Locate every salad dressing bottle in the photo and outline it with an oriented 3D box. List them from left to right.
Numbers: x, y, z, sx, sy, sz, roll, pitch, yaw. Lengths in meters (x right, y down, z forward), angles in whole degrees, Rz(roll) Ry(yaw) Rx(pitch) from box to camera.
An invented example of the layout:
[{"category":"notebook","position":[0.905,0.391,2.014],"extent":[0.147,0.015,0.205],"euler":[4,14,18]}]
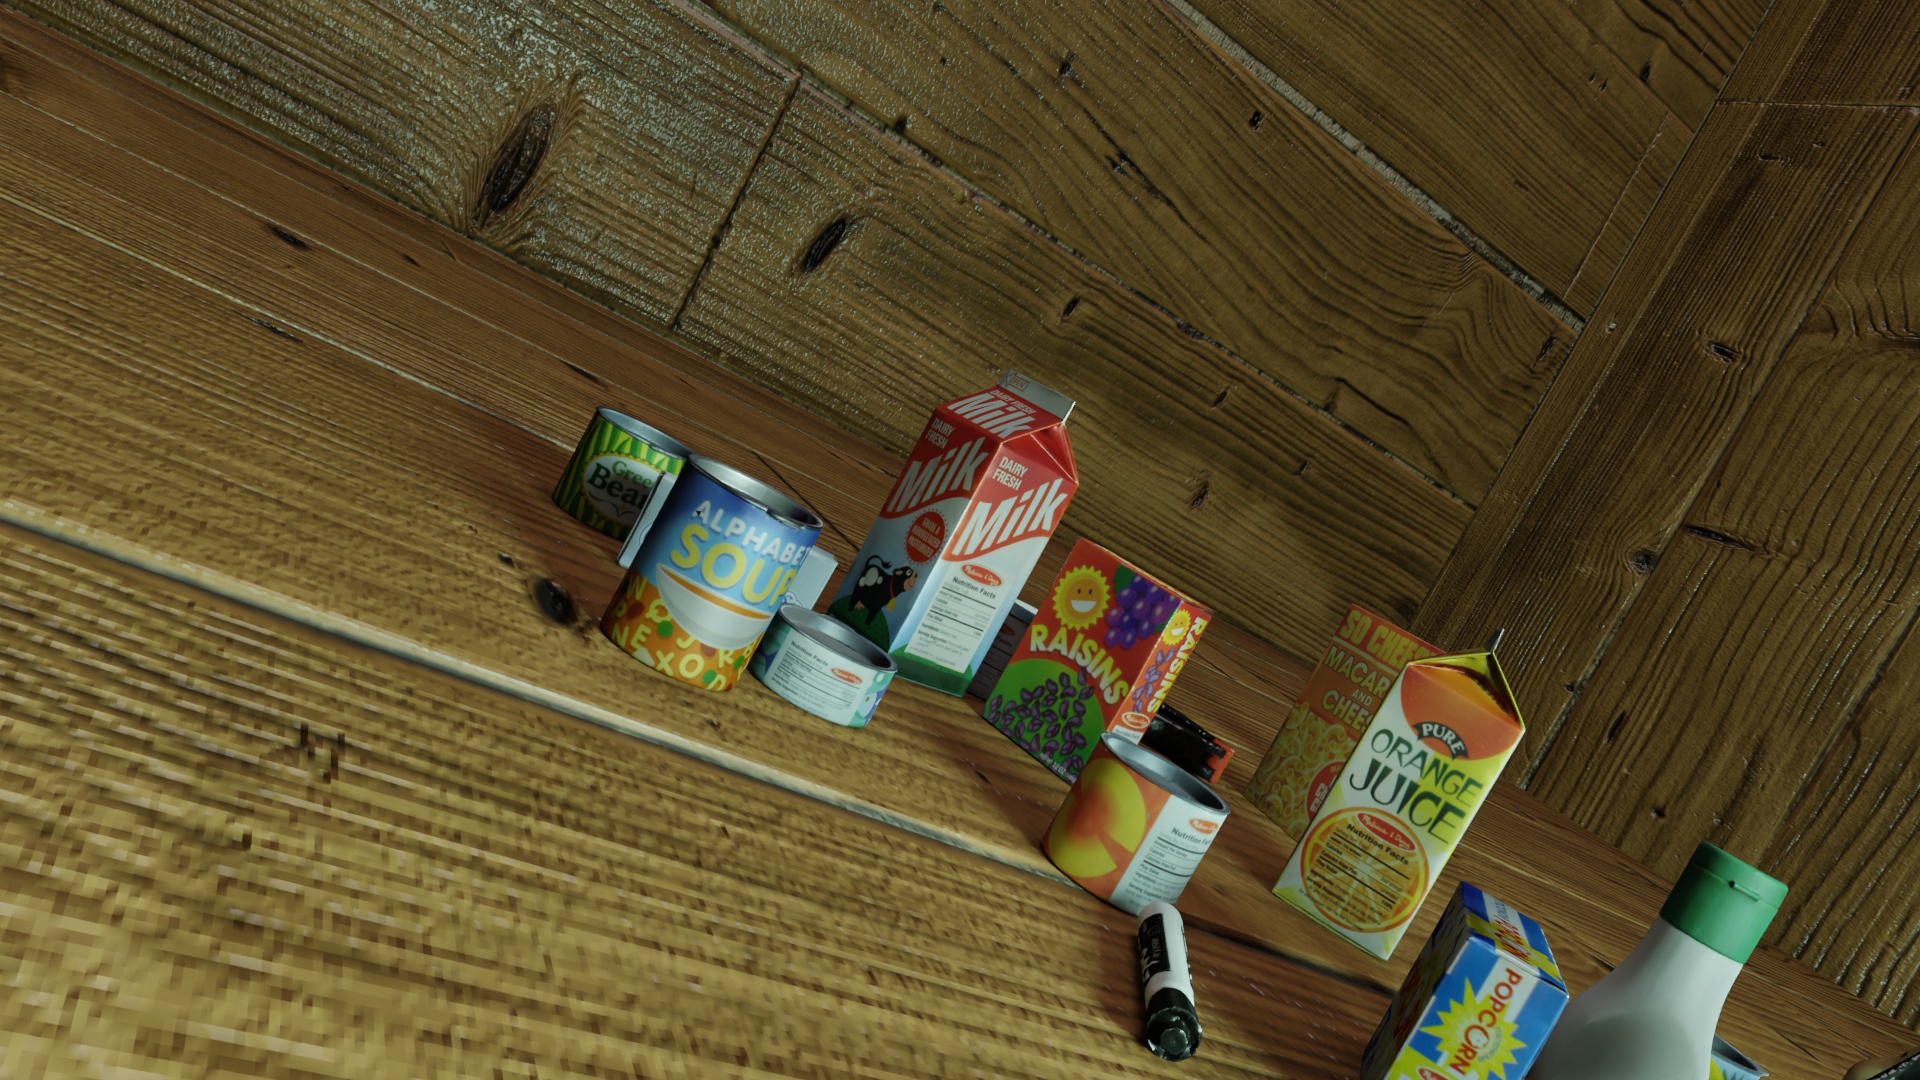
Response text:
[{"category":"salad dressing bottle","position":[0.294,0.200,0.587],"extent":[0.064,0.147,0.044],"euler":[30,5,16]}]

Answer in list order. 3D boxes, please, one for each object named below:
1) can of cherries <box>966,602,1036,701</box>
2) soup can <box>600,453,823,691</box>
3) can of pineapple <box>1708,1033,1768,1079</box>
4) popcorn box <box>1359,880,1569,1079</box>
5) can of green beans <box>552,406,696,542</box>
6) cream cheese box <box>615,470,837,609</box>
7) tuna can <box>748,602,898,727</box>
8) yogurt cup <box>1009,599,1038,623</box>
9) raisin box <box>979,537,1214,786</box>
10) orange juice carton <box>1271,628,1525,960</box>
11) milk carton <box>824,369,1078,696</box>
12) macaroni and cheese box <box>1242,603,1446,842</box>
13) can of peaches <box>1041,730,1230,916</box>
[{"category":"can of cherries","position":[0.018,0.066,0.902],"extent":[0.071,0.058,0.071],"euler":[29,5,-3]},{"category":"soup can","position":[-0.107,0.015,0.602],"extent":[0.071,0.083,0.071],"euler":[29,5,-3]},{"category":"can of pineapple","position":[0.364,0.276,0.710],"extent":[0.071,0.058,0.071],"euler":[29,5,-3]},{"category":"popcorn box","position":[0.187,0.183,0.525],"extent":[0.038,0.085,0.127],"euler":[30,5,18]},{"category":"can of green beans","position":[-0.191,-0.036,0.794],"extent":[0.071,0.057,0.071],"euler":[29,5,-3]},{"category":"cream cheese box","position":[-0.123,0.010,0.734],"extent":[0.104,0.053,0.024],"euler":[28,5,-12]},{"category":"tuna can","position":[-0.067,0.059,0.669],"extent":[0.071,0.033,0.071],"euler":[28,5,-3]},{"category":"yogurt cup","position":[0.042,0.075,0.968],"extent":[0.072,0.054,0.072],"euler":[29,5,-3]},{"category":"raisin box","position":[0.078,0.072,0.806],"extent":[0.086,0.123,0.040],"euler":[33,6,41]},{"category":"orange juice carton","position":[0.259,0.133,0.792],"extent":[0.073,0.192,0.072],"euler":[30,5,19]},{"category":"milk carton","position":[0.003,-0.011,0.838],"extent":[0.073,0.190,0.072],"euler":[25,6,-41]},{"category":"macaroni and cheese box","position":[0.285,0.142,0.989],"extent":[0.040,0.166,0.124],"euler":[27,5,-25]},{"category":"can of peaches","position":[0.077,0.128,0.627],"extent":[0.071,0.058,0.071],"euler":[29,5,-3]}]
